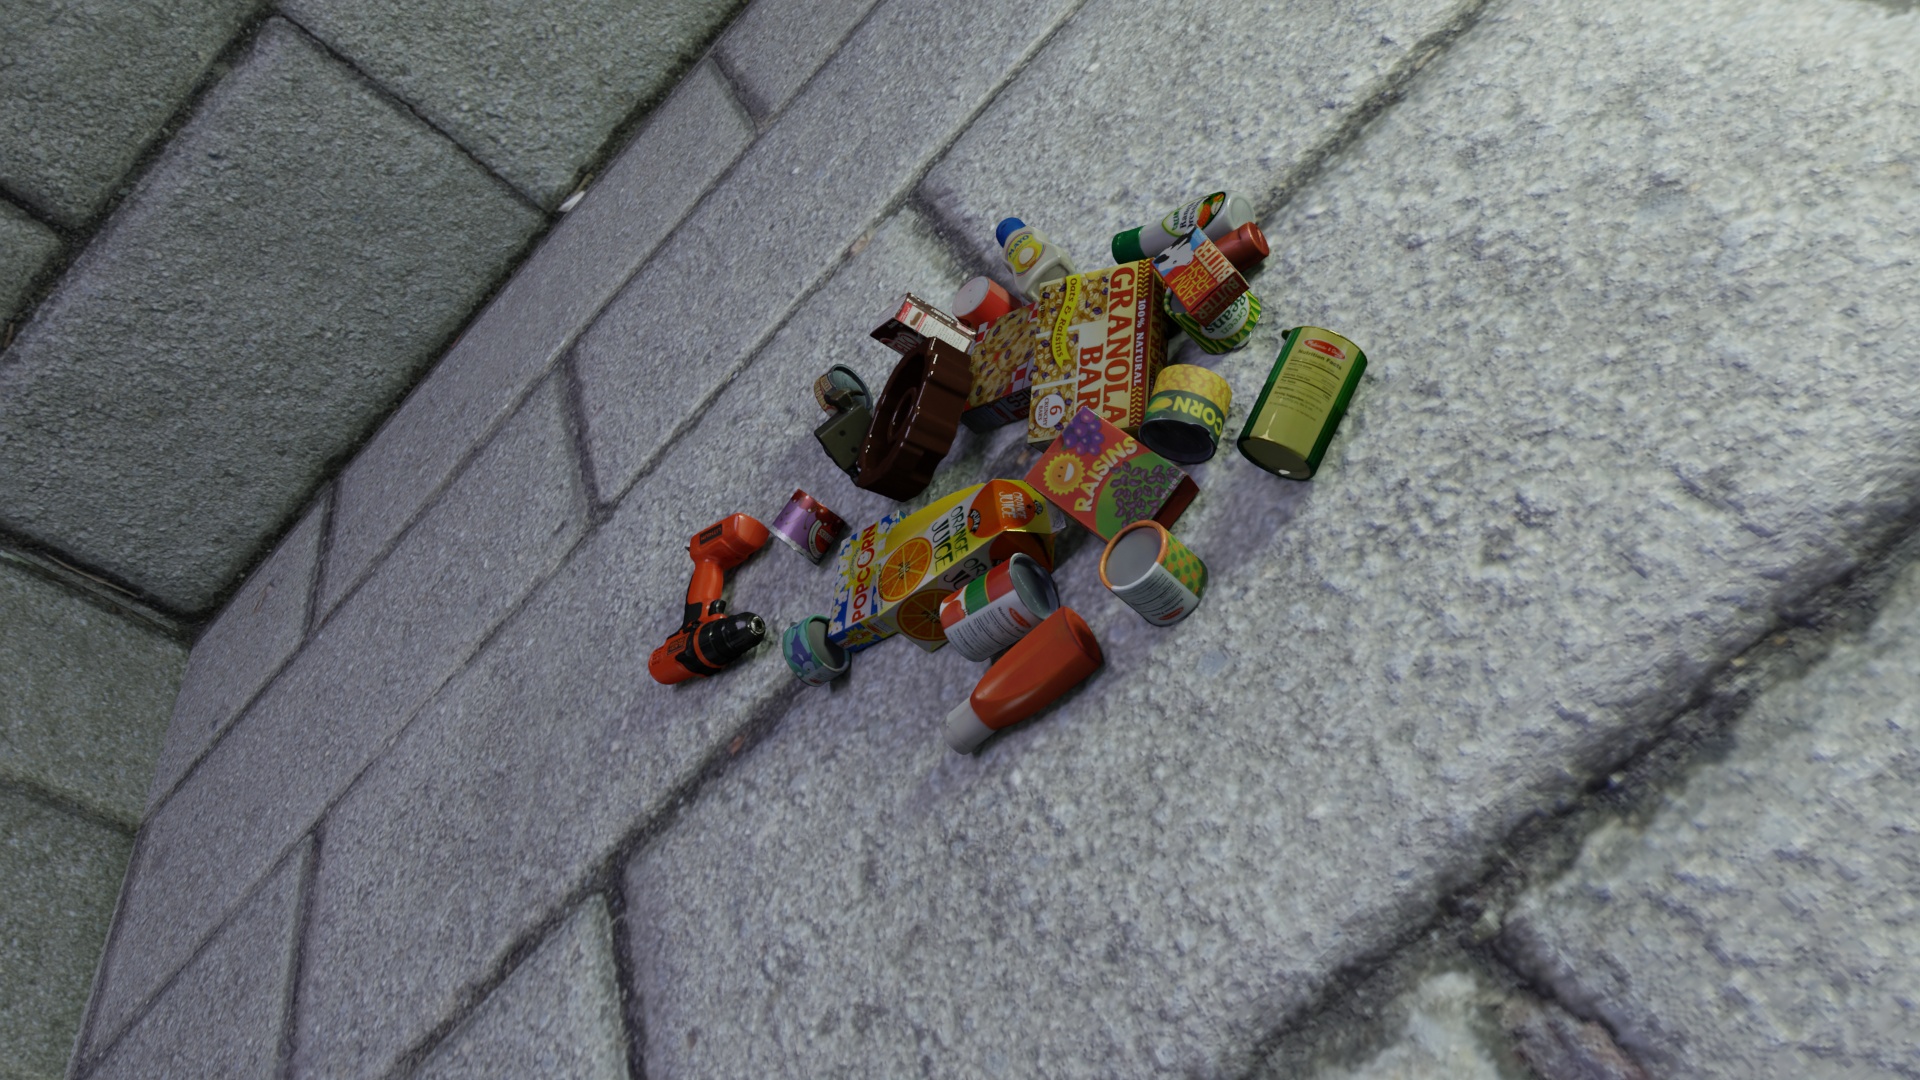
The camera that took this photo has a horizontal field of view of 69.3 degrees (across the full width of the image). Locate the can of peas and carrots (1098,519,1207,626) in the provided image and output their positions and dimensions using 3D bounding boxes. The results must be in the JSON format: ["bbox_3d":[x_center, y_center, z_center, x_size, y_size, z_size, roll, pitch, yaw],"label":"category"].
[{"bbox_3d":[0.152,0.024,1.101,0.070,0.058,0.071,-30,39,29],"label":"can of peas and carrots"}]

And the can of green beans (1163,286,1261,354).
[{"bbox_3d":[0.223,-0.208,1.231,0.071,0.057,0.071,-31,39,29],"label":"can of green beans"}]

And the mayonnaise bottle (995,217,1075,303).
[{"bbox_3d":[0.075,-0.311,1.518,0.064,0.041,0.149,-45,35,14],"label":"mayonnaise bottle"}]

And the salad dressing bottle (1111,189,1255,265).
[{"bbox_3d":[0.211,-0.296,1.339,0.147,0.044,0.064,-7,53,47],"label":"salad dressing bottle"}]

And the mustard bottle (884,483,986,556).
[{"bbox_3d":[0.005,-0.016,1.315,0.160,0.065,0.049,-30,39,20],"label":"mustard bottle"}]

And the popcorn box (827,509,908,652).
[{"bbox_3d":[-0.084,0.041,1.386,0.085,0.038,0.127,-28,40,33],"label":"popcorn box"}]

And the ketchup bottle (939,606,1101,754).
[{"bbox_3d":[0.047,0.121,1.151,0.148,0.043,0.065,-40,34,18],"label":"ketchup bottle"}]

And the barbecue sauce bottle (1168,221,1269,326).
[{"bbox_3d":[0.214,-0.242,1.287,0.148,0.043,0.065,-28,43,32],"label":"barbecue sauce bottle"}]

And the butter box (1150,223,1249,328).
[{"bbox_3d":[0.205,-0.229,1.194,0.053,0.024,0.104,-41,35,15],"label":"butter box"}]

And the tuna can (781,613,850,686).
[{"bbox_3d":[-0.142,0.105,1.369,0.032,0.071,0.071,-32,39,26],"label":"tuna can"}]

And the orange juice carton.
[{"bbox_3d":[0.016,0.014,1.260,0.192,0.073,0.072,-35,37,24],"label":"orange juice carton"}]

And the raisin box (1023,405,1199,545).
[{"bbox_3d":[0.126,-0.047,1.175,0.123,0.040,0.086,39,92,34],"label":"raisin box"}]

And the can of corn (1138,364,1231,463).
[{"bbox_3d":[0.191,-0.107,1.167,0.071,0.071,0.058,-8,53,47],"label":"can of corn"}]

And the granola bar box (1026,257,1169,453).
[{"bbox_3d":[0.127,-0.167,1.270,0.124,0.039,0.166,-7,70,35],"label":"granola bar box"}]

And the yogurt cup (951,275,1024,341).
[{"bbox_3d":[0.028,-0.250,1.508,0.072,0.054,0.073,-30,40,29],"label":"yogurt cup"}]

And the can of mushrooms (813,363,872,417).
[{"bbox_3d":[-0.139,-0.171,1.619,0.033,0.071,0.071,-35,37,28],"label":"can of mushrooms"}]

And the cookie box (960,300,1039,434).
[{"bbox_3d":[0.077,-0.187,1.401,0.167,0.040,0.123,-16,48,42],"label":"cookie box"}]

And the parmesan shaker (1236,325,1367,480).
[{"bbox_3d":[0.262,-0.107,1.080,0.071,0.071,0.103,11,68,54],"label":"parmesan shaker"}]

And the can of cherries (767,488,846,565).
[{"bbox_3d":[-0.165,-0.014,1.512,0.058,0.071,0.071,-54,33,-4],"label":"can of cherries"}]

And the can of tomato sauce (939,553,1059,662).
[{"bbox_3d":[0.034,0.058,1.205,0.083,0.071,0.071,-33,38,28],"label":"can of tomato sauce"}]
